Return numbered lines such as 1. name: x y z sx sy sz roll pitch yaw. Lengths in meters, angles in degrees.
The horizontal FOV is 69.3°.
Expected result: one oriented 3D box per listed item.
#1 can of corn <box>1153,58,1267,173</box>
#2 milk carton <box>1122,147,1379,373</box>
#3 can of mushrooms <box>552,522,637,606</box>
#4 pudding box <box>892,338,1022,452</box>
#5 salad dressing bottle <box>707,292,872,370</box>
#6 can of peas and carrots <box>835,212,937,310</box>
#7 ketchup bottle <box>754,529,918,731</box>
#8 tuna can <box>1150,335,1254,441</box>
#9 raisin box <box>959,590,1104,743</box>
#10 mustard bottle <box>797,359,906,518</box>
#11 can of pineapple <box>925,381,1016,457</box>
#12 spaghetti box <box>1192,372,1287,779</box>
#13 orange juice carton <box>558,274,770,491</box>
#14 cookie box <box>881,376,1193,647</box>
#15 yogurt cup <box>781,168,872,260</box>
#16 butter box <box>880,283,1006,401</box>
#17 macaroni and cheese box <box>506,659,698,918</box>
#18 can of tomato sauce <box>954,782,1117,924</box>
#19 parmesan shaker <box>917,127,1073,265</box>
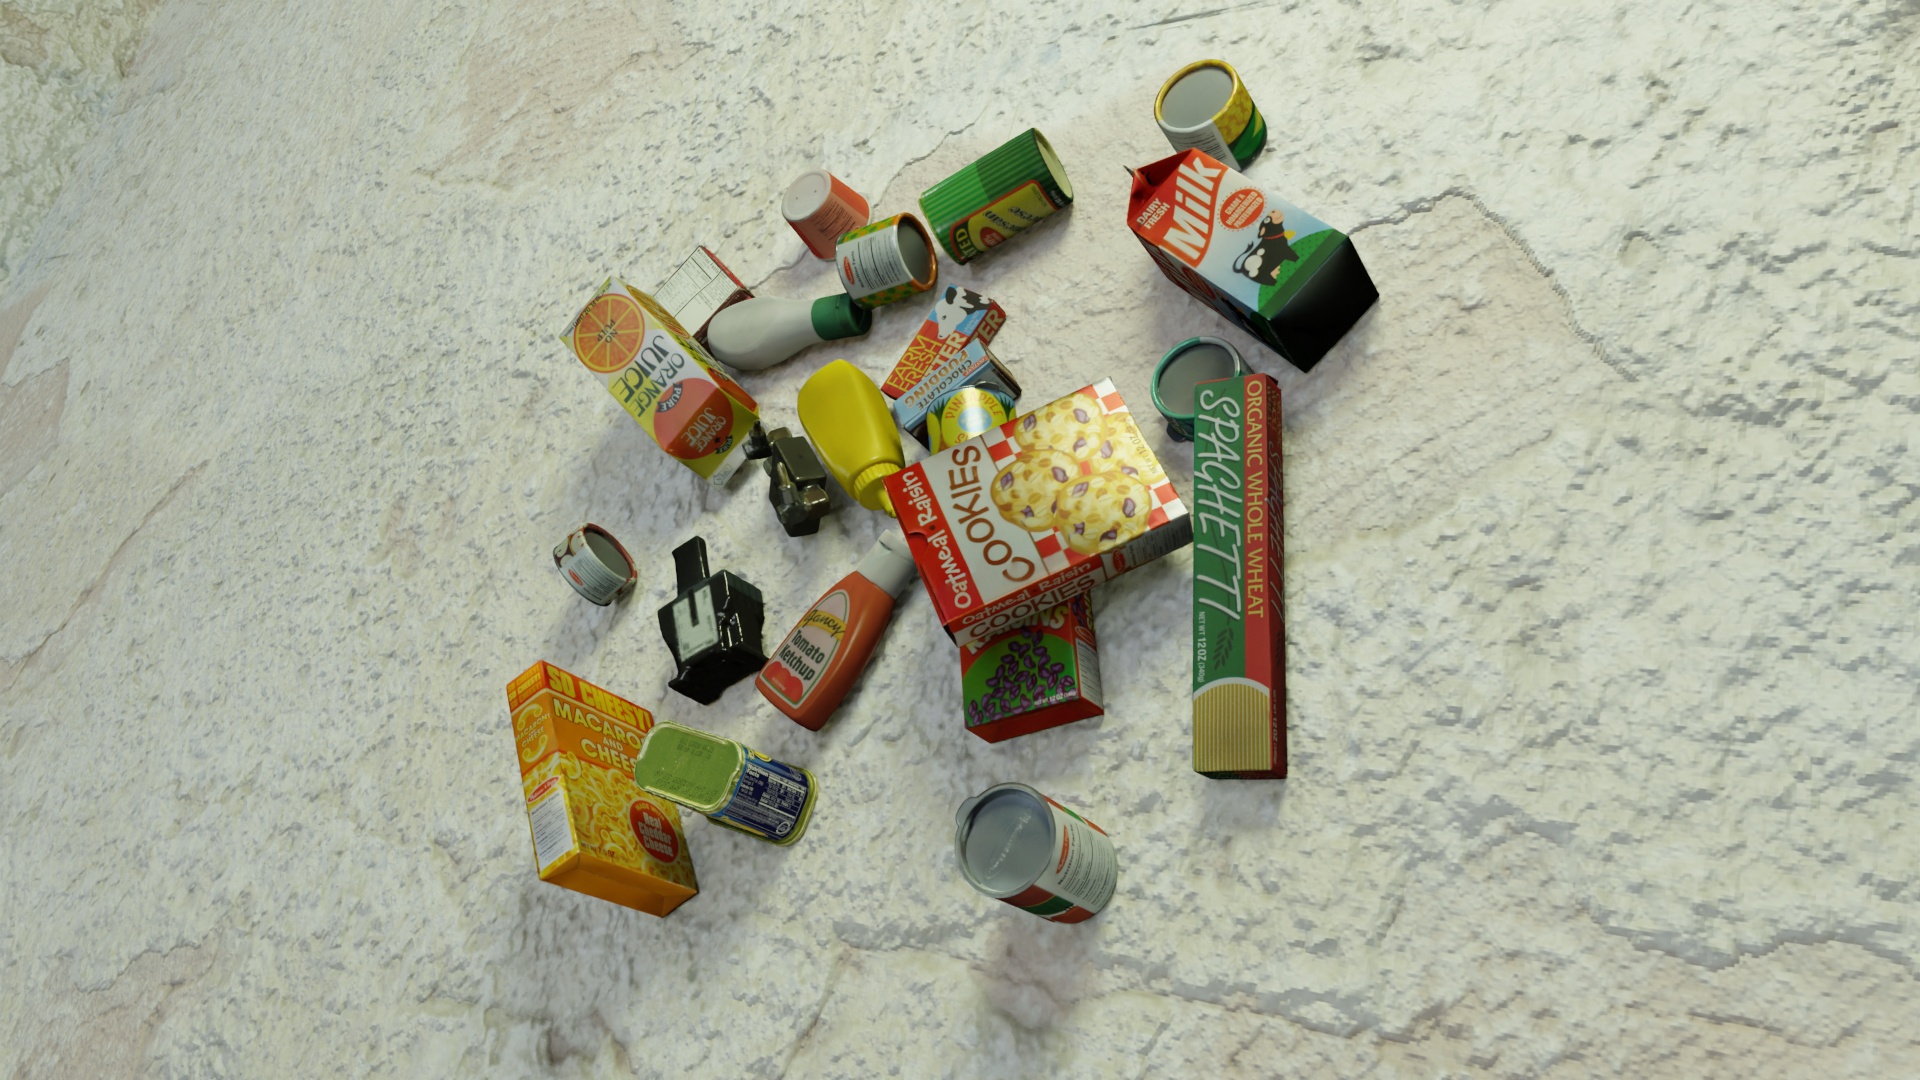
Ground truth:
1. can of corn: 0.182 -0.308 1.011 0.071 0.058 0.071 -16 58 27
2. milk carton: 0.183 -0.200 0.943 0.073 0.072 0.191 -47 49 4
3. can of mushrooms: -0.304 0.019 1.161 0.033 0.071 0.071 -40 50 10
4. pudding box: -0.003 -0.105 1.033 0.083 0.049 0.030 -37 49 12
5. salad dressing bottle: -0.145 -0.181 1.175 0.147 0.044 0.064 -5 61 31
6. can of peas and carrots: -0.058 -0.227 1.128 0.058 0.071 0.071 -13 59 28
7. ketchup bottle: -0.083 0.062 1.001 0.065 0.043 0.149 34 87 41
8. tuna can: 0.161 -0.100 0.930 0.071 0.032 0.071 -16 57 27
9. raisin box: 0.044 0.063 0.917 0.086 0.040 0.124 -20 57 26
10. mustard bottle: -0.076 -0.069 1.063 0.065 0.048 0.161 -37 51 14
11. can of pineapple: 0.010 -0.070 0.992 0.071 0.071 0.058 -21 57 24
12. spaghetti box: 0.168 0.018 0.841 0.050 0.028 0.250 -7 70 30
13. orange juice carton: -0.242 -0.130 1.168 0.193 0.073 0.071 45 98 18
14. cookie box: 0.047 -0.021 0.896 0.167 0.040 0.123 -24 57 -1
15. yogurt cup: -0.119 -0.285 1.206 0.072 0.054 0.073 -16 59 28
16. butter box: -0.014 -0.146 1.079 0.053 0.024 0.103 28 83 41
17. macaroni and cheese box: -0.261 0.180 1.004 0.040 0.123 0.167 -36 50 12
18. can of tomato sauce: 0.044 0.186 0.820 0.071 0.083 0.071 -16 58 27
19. parmesan shaker: 0.028 -0.270 1.087 0.103 0.071 0.071 -26 54 20
